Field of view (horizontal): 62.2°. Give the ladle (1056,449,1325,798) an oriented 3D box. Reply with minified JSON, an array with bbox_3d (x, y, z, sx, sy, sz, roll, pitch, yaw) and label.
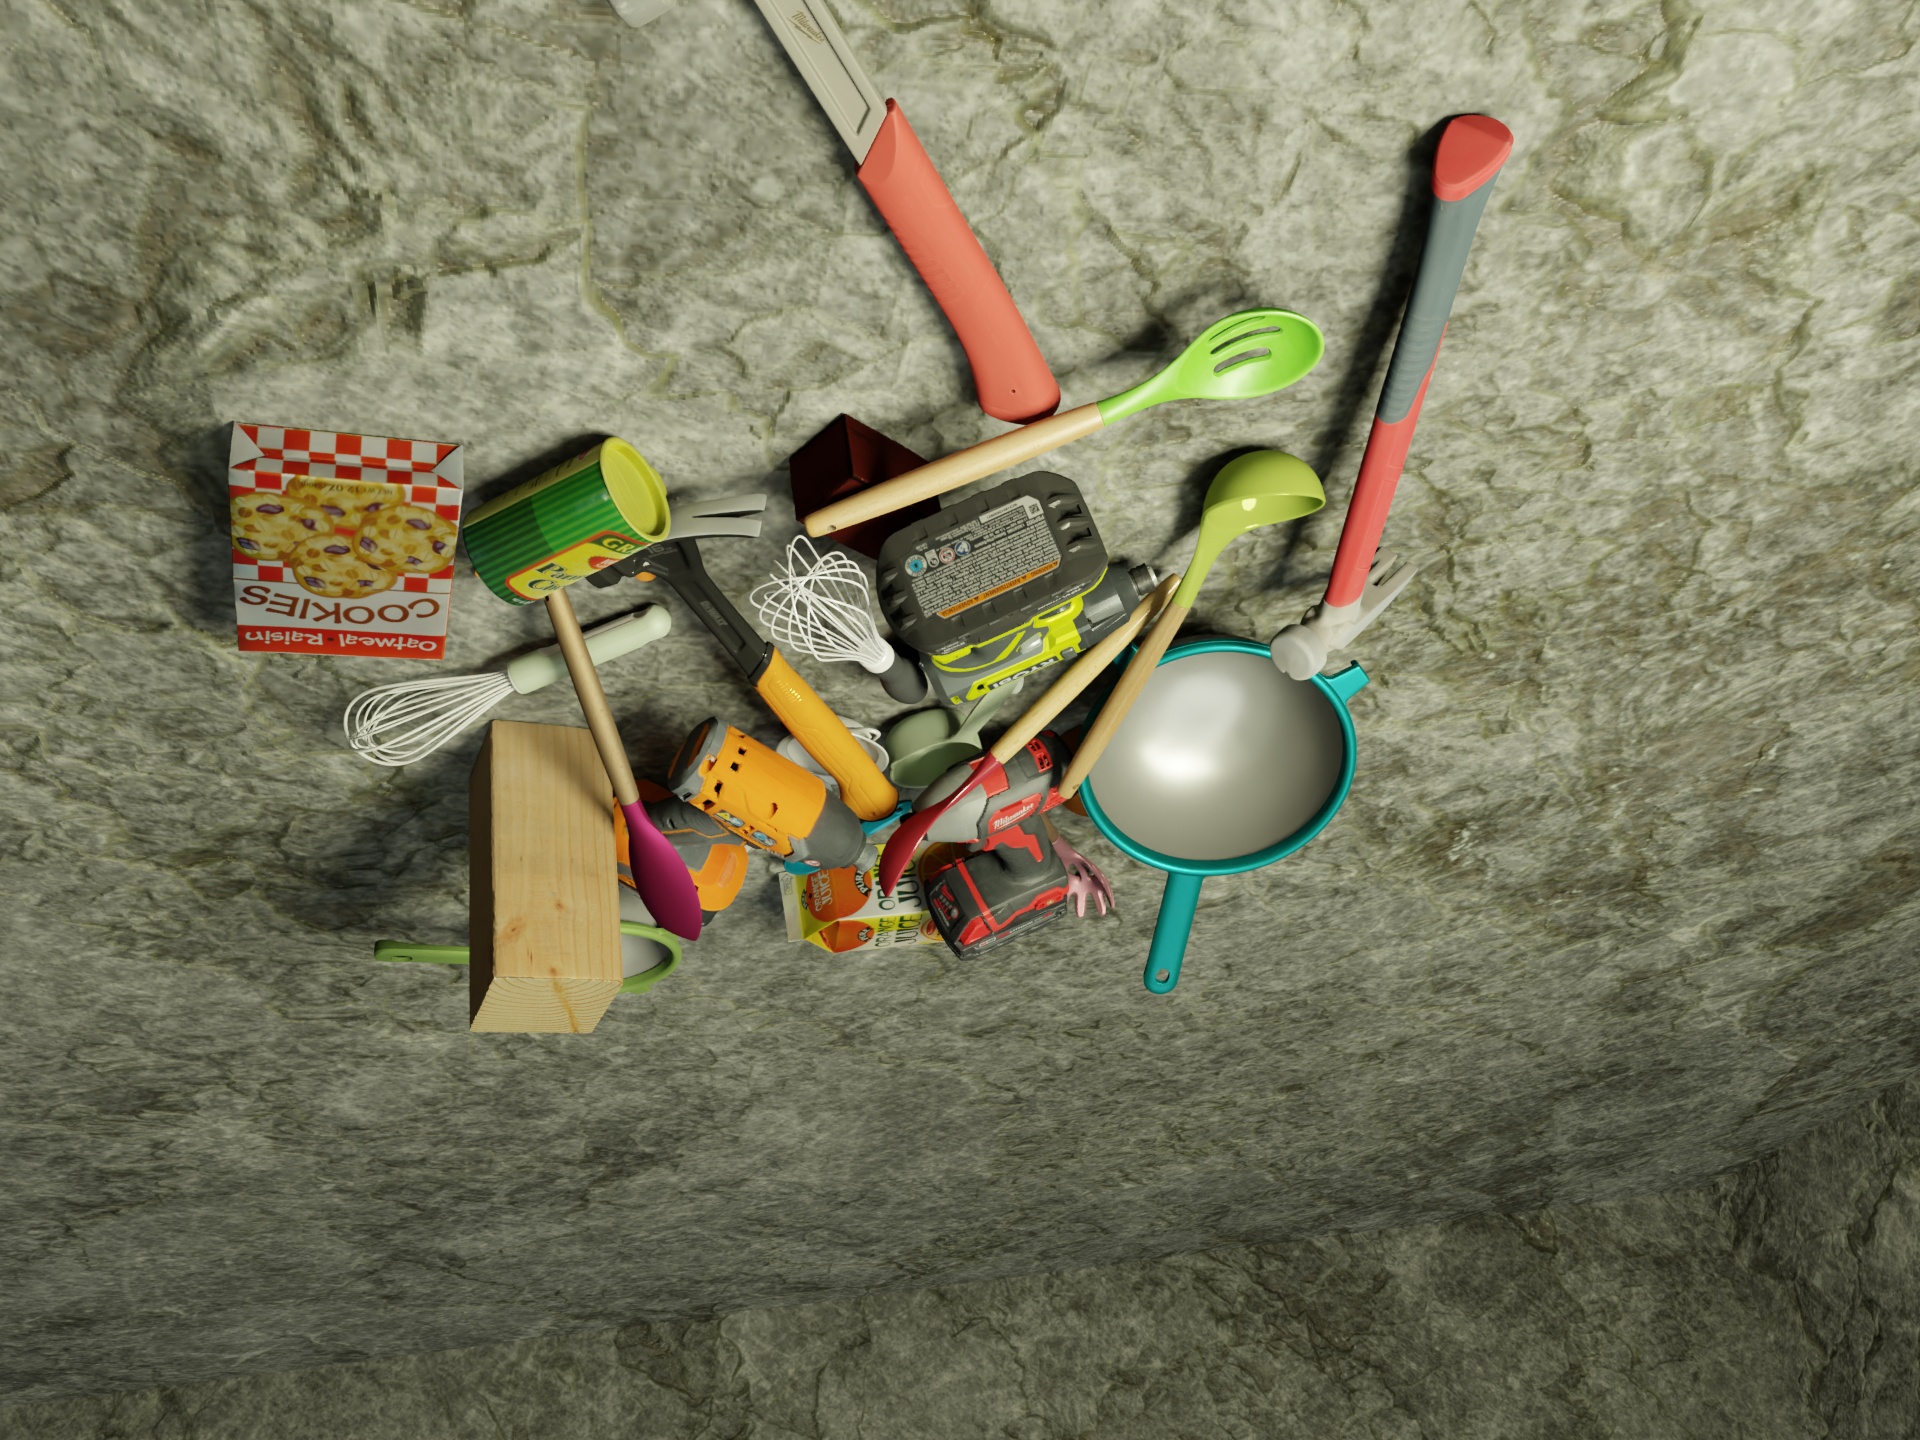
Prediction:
[{"bbox_3d":[0.147,-0.054,1.105,0.078,0.062,0.320,1,132,-35],"label":"ladle"}]

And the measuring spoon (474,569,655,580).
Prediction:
[{"bbox_3d":[-0.252,-0.095,1.025,0.117,0.011,0.021,-3,147,-13],"label":"measuring spoon"}]

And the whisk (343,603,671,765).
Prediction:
[{"bbox_3d":[-0.310,-0.028,1.086,0.246,0.058,0.059,-21,112,8],"label":"whisk"}]

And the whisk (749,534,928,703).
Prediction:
[{"bbox_3d":[-0.065,-0.052,1.033,0.070,0.070,0.284,-17,165,9],"label":"whisk"}]

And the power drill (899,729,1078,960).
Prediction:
[{"bbox_3d":[0.023,0.102,1.294,0.143,0.079,0.219,-23,148,-13],"label":"power drill"}]

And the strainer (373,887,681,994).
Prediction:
[{"bbox_3d":[-0.370,0.181,1.374,0.256,0.069,0.151,6,147,-24],"label":"strainer"}]

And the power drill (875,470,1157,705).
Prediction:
[{"bbox_3d":[0.041,-0.081,1.032,0.171,0.080,0.223,-24,168,7],"label":"power drill"}]

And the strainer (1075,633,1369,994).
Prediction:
[{"bbox_3d":[0.186,0.064,1.266,0.211,0.095,0.340,6,123,-2],"label":"strainer"}]

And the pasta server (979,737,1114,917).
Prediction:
[{"bbox_3d":[0.072,0.099,1.412,0.060,0.040,0.315,-9,149,18],"label":"pasta server"}]

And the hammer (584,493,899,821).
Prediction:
[{"bbox_3d":[-0.117,-0.027,1.087,0.127,0.034,0.336,-11,142,20],"label":"hammer"}]

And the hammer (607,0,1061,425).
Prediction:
[{"bbox_3d":[-0.018,-0.269,0.796,0.149,0.037,0.358,-21,147,16],"label":"hammer"}]

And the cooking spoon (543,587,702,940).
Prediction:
[{"bbox_3d":[-0.237,0.035,1.099,0.069,0.017,0.318,15,132,33],"label":"cooking spoon"}]

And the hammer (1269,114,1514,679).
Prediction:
[{"bbox_3d":[0.277,-0.193,0.982,0.143,0.038,0.386,-39,151,-30],"label":"hammer"}]

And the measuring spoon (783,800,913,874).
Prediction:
[{"bbox_3d":[-0.098,0.095,1.378,0.128,0.021,0.042,-29,144,11],"label":"measuring spoon"}]

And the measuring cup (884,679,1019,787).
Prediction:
[{"bbox_3d":[-0.002,-0.004,1.218,0.083,0.038,0.167,2,147,-32],"label":"measuring cup"}]

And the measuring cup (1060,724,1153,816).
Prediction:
[{"bbox_3d":[0.160,0.044,1.335,0.173,0.052,0.095,1,146,-15],"label":"measuring cup"}]

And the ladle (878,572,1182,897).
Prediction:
[{"bbox_3d":[0.045,0.009,1.148,0.315,0.031,0.069,-45,-178,9],"label":"ladle"}]

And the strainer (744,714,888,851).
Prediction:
[{"bbox_3d":[-0.135,0.055,1.263,0.086,0.050,0.258,20,137,-28],"label":"strainer"}]

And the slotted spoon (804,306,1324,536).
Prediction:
[{"bbox_3d":[0.056,-0.169,0.918,0.314,0.031,0.070,-21,147,4],"label":"slotted spoon"}]

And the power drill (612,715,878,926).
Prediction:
[{"bbox_3d":[-0.172,0.087,1.195,0.164,0.084,0.226,33,146,-21],"label":"power drill"}]
